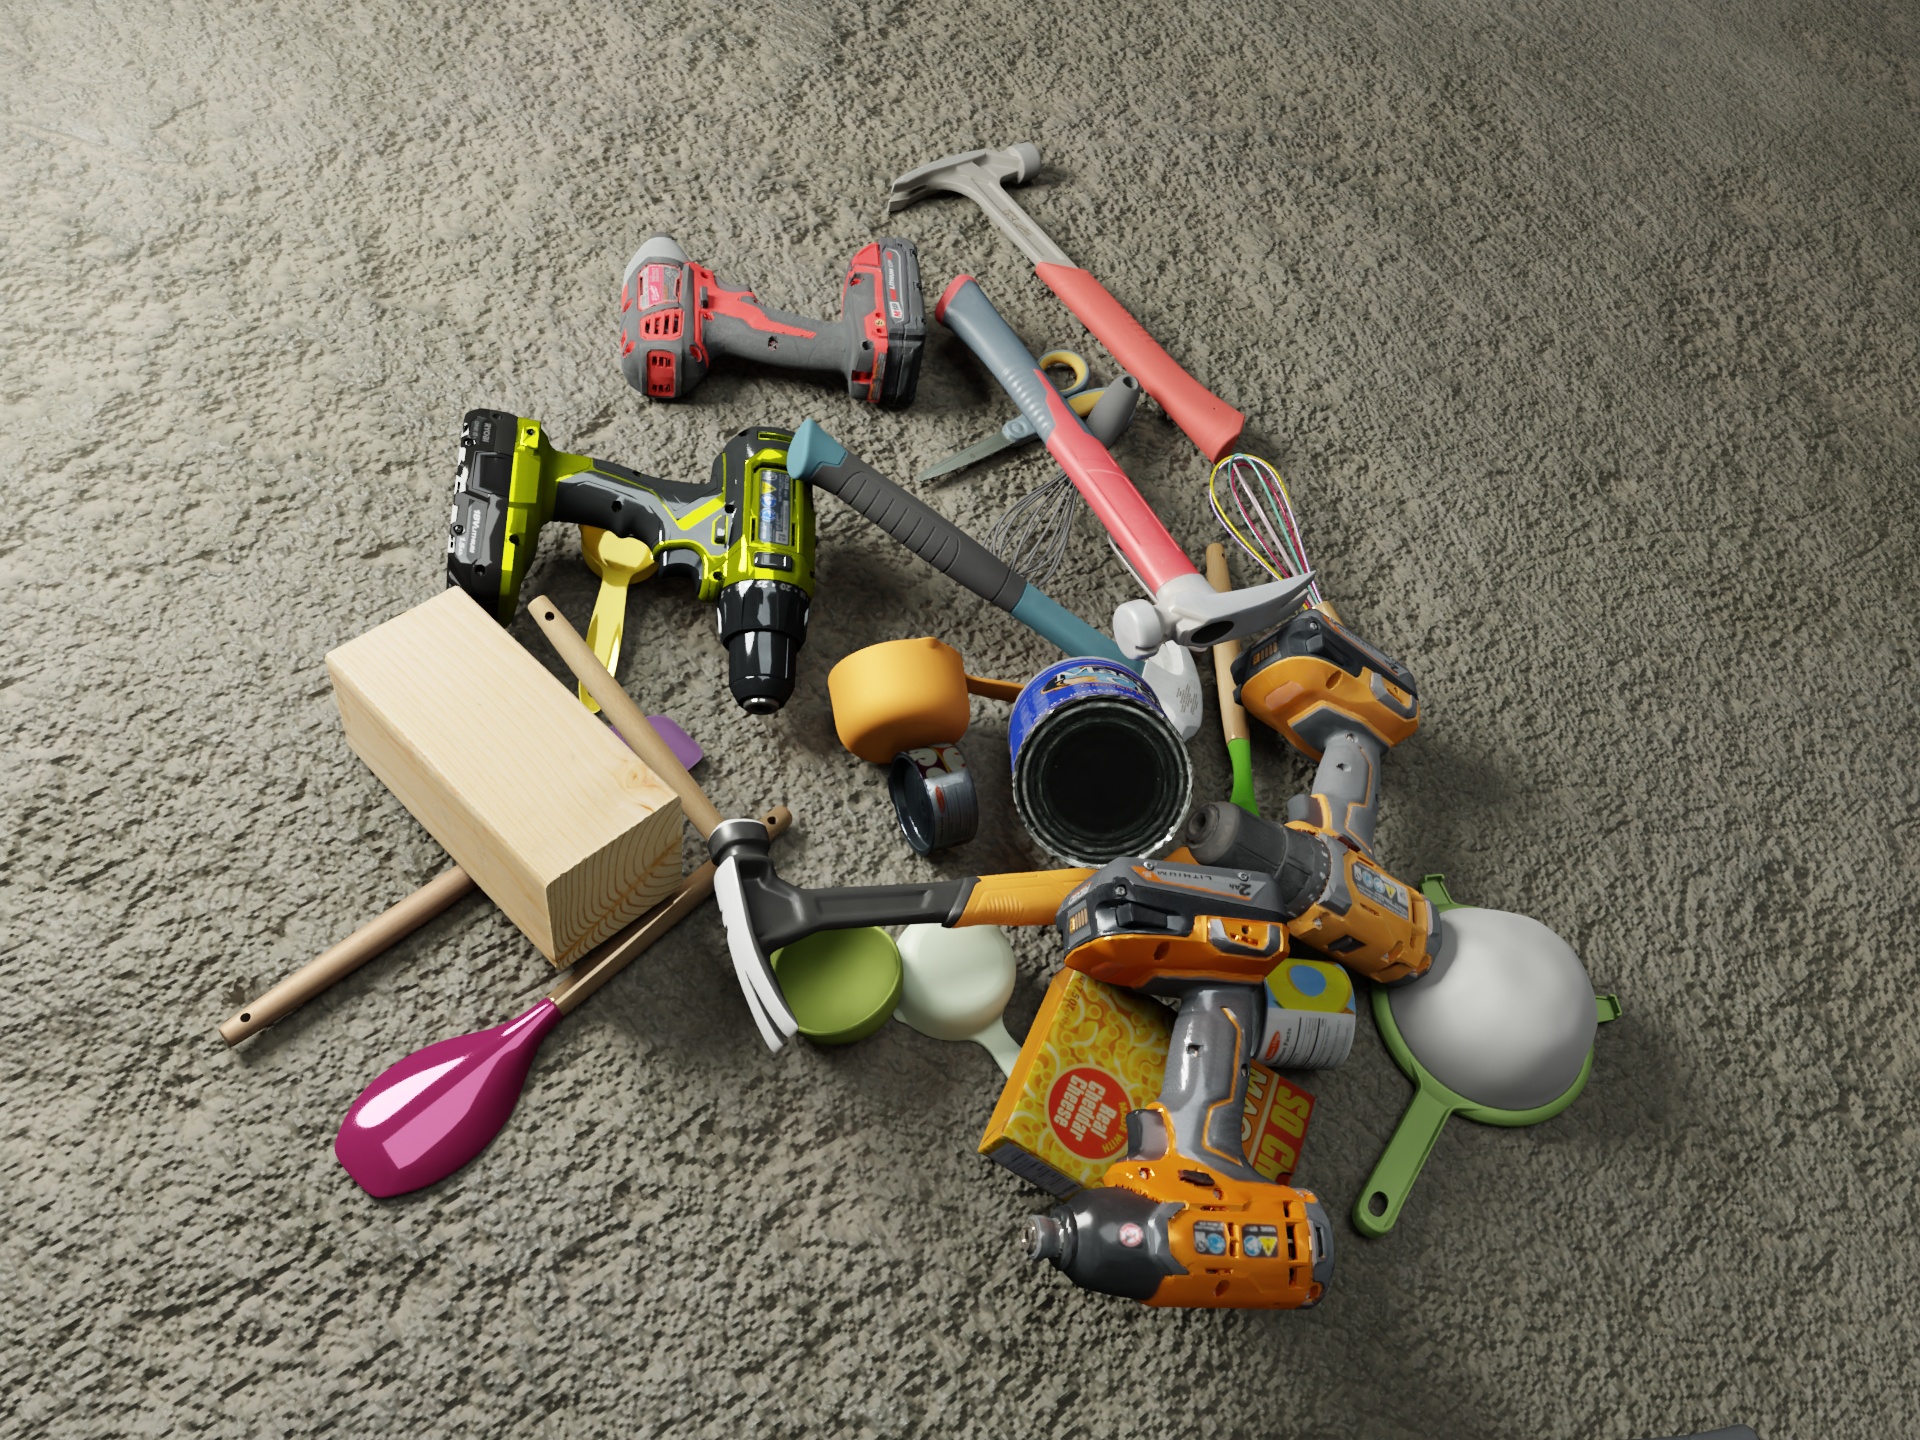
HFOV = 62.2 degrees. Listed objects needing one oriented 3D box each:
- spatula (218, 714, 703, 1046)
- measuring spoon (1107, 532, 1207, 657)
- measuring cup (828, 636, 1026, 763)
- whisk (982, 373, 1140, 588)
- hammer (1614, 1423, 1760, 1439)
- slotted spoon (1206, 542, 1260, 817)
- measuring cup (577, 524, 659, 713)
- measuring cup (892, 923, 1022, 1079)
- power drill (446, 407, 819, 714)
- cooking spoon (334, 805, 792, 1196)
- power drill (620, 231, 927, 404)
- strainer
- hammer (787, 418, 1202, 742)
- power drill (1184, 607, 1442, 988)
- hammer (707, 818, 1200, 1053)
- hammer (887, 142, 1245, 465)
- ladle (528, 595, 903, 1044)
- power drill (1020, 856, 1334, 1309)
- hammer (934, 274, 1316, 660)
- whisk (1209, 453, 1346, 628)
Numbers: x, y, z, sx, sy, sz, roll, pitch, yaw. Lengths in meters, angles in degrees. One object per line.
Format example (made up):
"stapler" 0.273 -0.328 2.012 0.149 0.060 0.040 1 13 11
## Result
"spatula" -0.284 0.086 0.925 0.060 0.018 0.316 40 56 19
"measuring spoon" 0.137 -0.089 1.150 0.034 0.018 0.124 -1 48 -41
"measuring cup" -0.002 -0.003 1.028 0.173 0.095 0.052 8 59 -31
"whisk" 0.080 -0.180 1.169 0.055 0.055 0.239 28 56 5
"hammer" 0.249 0.393 0.810 0.408 0.149 0.036 5 56 -22
"slotted spoon" 0.190 -0.003 1.094 0.070 0.031 0.314 35 41 -37
"measuring cup" -0.230 -0.073 1.044 0.062 0.029 0.157 11 67 -11
"measuring cup" 0.024 0.179 0.928 0.083 0.038 0.168 -31 68 -29
"power drill" -0.203 -0.104 1.006 0.228 0.080 0.191 6 67 -16
"cooking spoon" -0.211 0.146 0.903 0.069 0.017 0.319 41 58 13
"power drill" -0.142 -0.305 1.186 0.219 0.078 0.143 0 57 -11
"strainer" 0.310 0.203 0.966 0.151 0.069 0.256 36 55 10
"hammer" 0.026 -0.089 1.052 0.331 0.033 0.128 34 46 -13
"power drill" 0.219 0.038 1.009 0.185 0.084 0.226 28 48 -25
"hammer" 0.023 0.111 0.927 0.336 0.034 0.127 -1 56 -31
"hammer" 0.097 -0.338 1.288 0.149 0.036 0.359 -27 67 -27
"ladle" -0.147 0.052 0.916 0.078 0.062 0.320 -37 87 -20
"power drill" 0.107 0.193 0.846 0.164 0.084 0.227 8 64 -20
"hammer" 0.095 -0.198 1.133 0.143 0.038 0.387 -16 53 -21
"whisk" 0.255 -0.101 1.170 0.047 0.051 0.245 -13 64 -28
